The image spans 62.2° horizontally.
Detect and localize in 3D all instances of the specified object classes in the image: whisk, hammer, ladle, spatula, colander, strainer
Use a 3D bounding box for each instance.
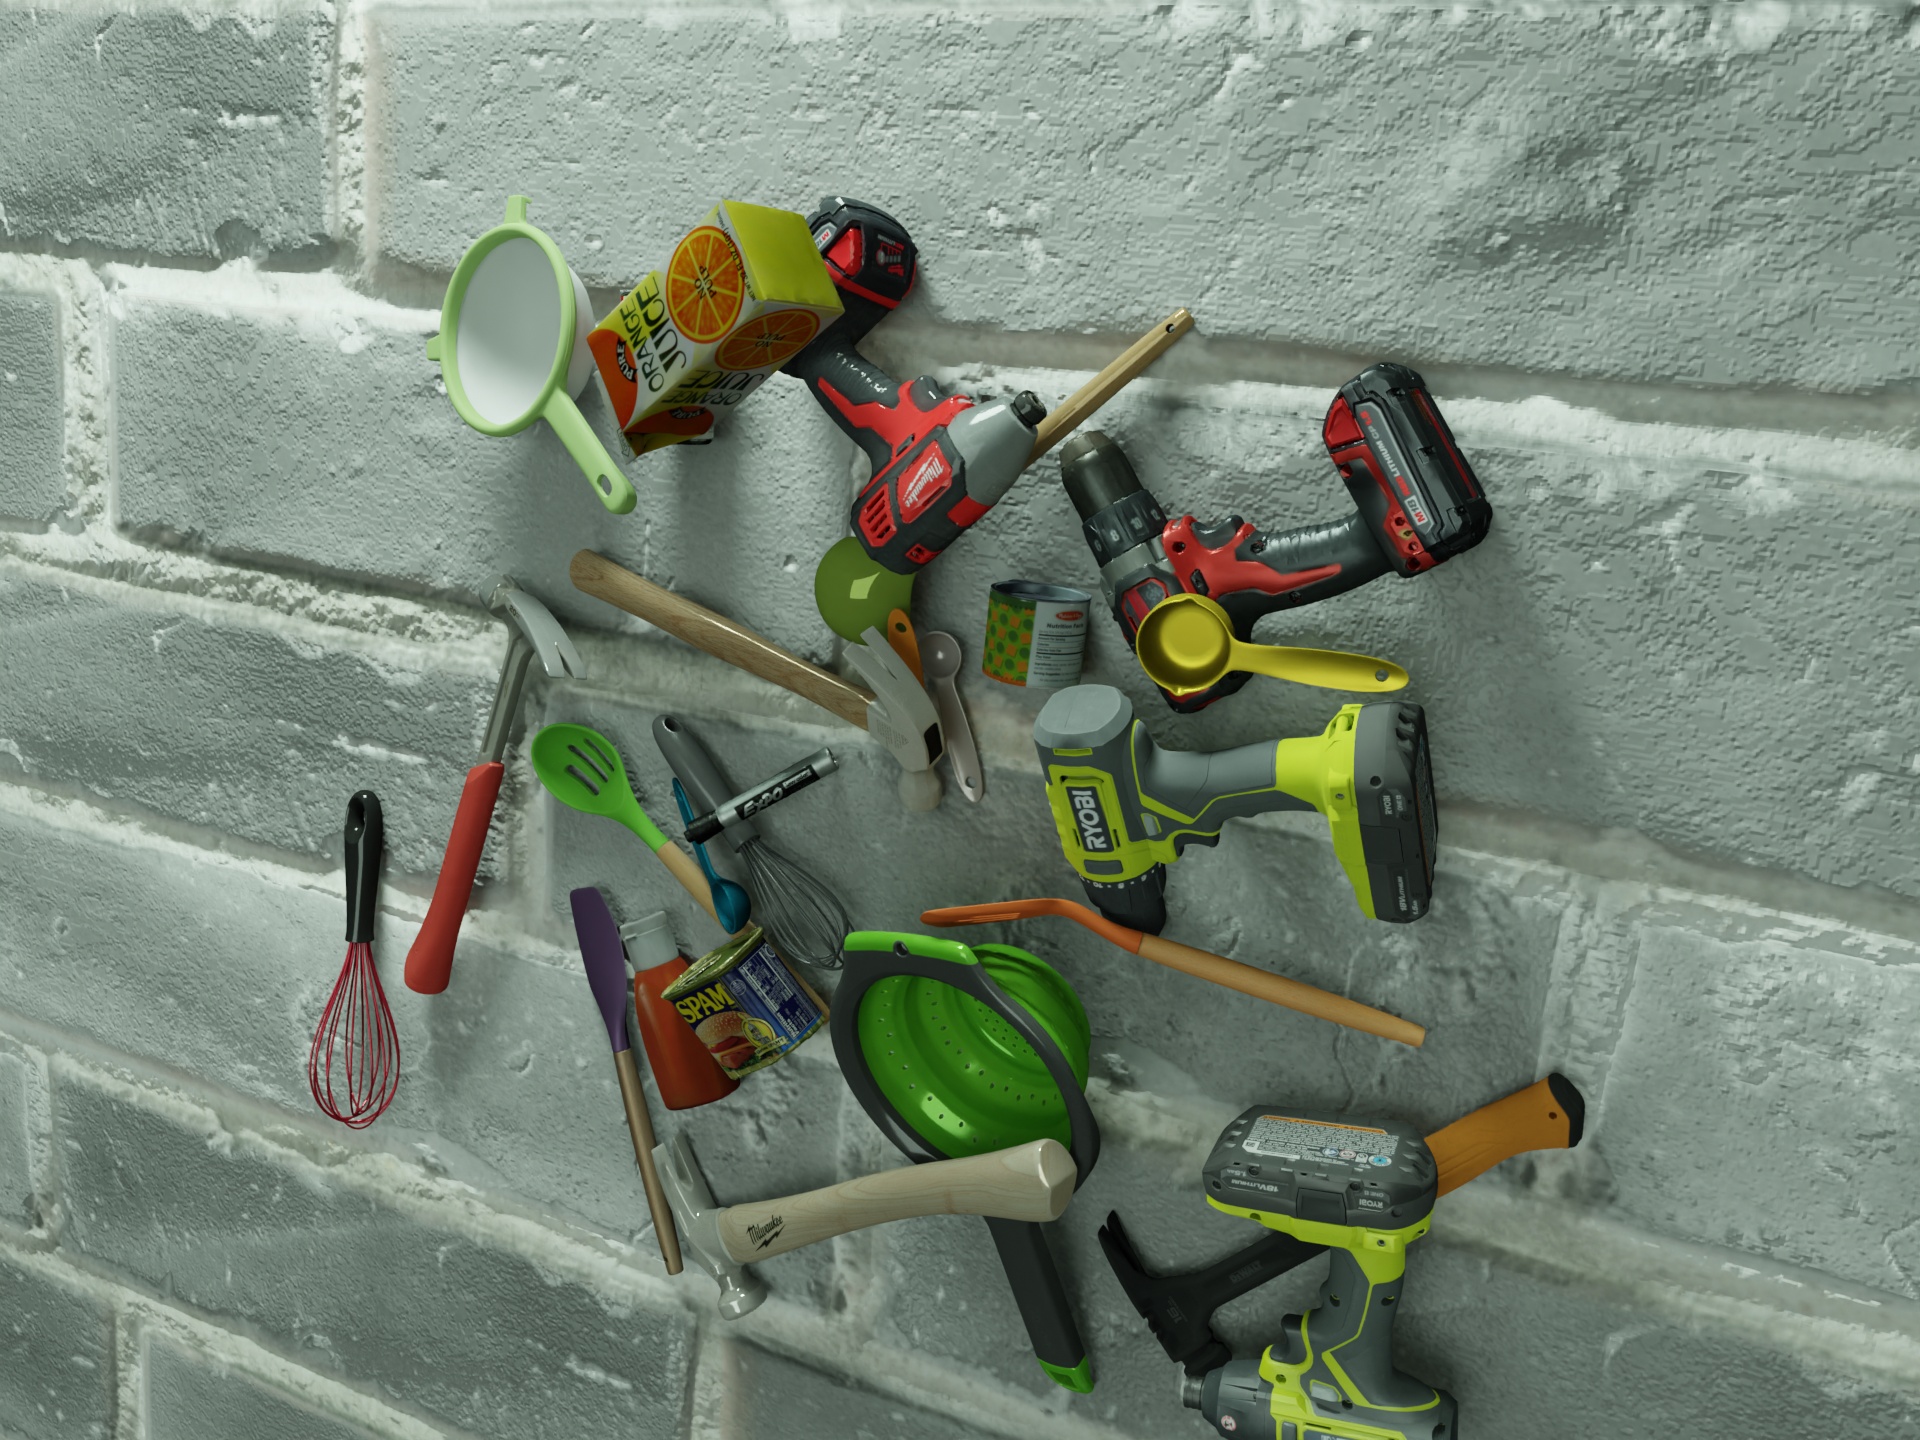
[{"bbox_3d":[-0.513,0.205,1.353,0.073,0.073,0.296,7,96,24],"label":"whisk"},{"bbox_3d":[-0.378,0.073,1.252,0.149,0.036,0.359,45,121,42],"label":"hammer"},{"bbox_3d":[0.026,-0.160,1.045,0.320,0.062,0.078,-38,86,19],"label":"ladle"},{"bbox_3d":[-0.155,0.088,1.169,0.055,0.055,0.239,-45,75,25],"label":"whisk"},{"bbox_3d":[-0.261,0.286,1.261,0.060,0.018,0.316,-11,93,44],"label":"spatula"},{"bbox_3d":[0.134,0.157,1.004,0.322,0.081,0.041,18,78,3],"label":"spatula"},{"bbox_3d":[0.245,0.312,1.026,0.337,0.034,0.127,-38,84,26],"label":"hammer"},{"bbox_3d":[0.044,0.290,1.095,0.204,0.094,0.396,0,118,38],"label":"colander"},{"bbox_3d":[-0.078,0.333,1.119,0.410,0.038,0.146,-28,87,43],"label":"hammer"},{"bbox_3d":[-0.279,-0.238,1.133,0.151,0.069,0.257,-49,64,27],"label":"strainer"},{"bbox_3d":[-0.151,-0.051,1.127,0.331,0.031,0.129,26,142,25],"label":"hammer"}]

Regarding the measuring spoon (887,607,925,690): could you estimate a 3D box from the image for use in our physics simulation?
[{"bbox_3d":[-0.032,-0.026,1.085,0.021,0.011,0.116,3,123,22],"label":"measuring spoon"}]

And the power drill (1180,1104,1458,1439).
[{"bbox_3d":[0.218,0.361,0.989,0.171,0.080,0.223,2,105,24],"label":"power drill"}]

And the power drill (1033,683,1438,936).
[{"bbox_3d":[0.169,0.066,0.975,0.228,0.080,0.190,-1,127,23],"label":"power drill"}]

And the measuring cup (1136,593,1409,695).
[{"bbox_3d":[0.181,-0.039,0.927,0.156,0.029,0.062,10,113,13],"label":"measuring cup"}]

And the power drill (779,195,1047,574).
[{"bbox_3d":[-0.041,-0.217,1.012,0.143,0.078,0.220,-39,69,26],"label":"power drill"}]

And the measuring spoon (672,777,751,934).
[{"bbox_3d":[-0.183,0.097,1.182,0.129,0.021,0.042,65,152,17],"label":"measuring spoon"}]

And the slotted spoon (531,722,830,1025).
[{"bbox_3d":[-0.209,0.116,1.209,0.314,0.031,0.070,44,114,10],"label":"slotted spoon"}]

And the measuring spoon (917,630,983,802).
[{"bbox_3d":[-0.002,-0.004,1.098,0.034,0.018,0.124,-8,103,27],"label":"measuring spoon"}]

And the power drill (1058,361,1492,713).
[{"bbox_3d":[0.177,-0.129,0.956,0.226,0.080,0.188,-29,87,30],"label":"power drill"}]
